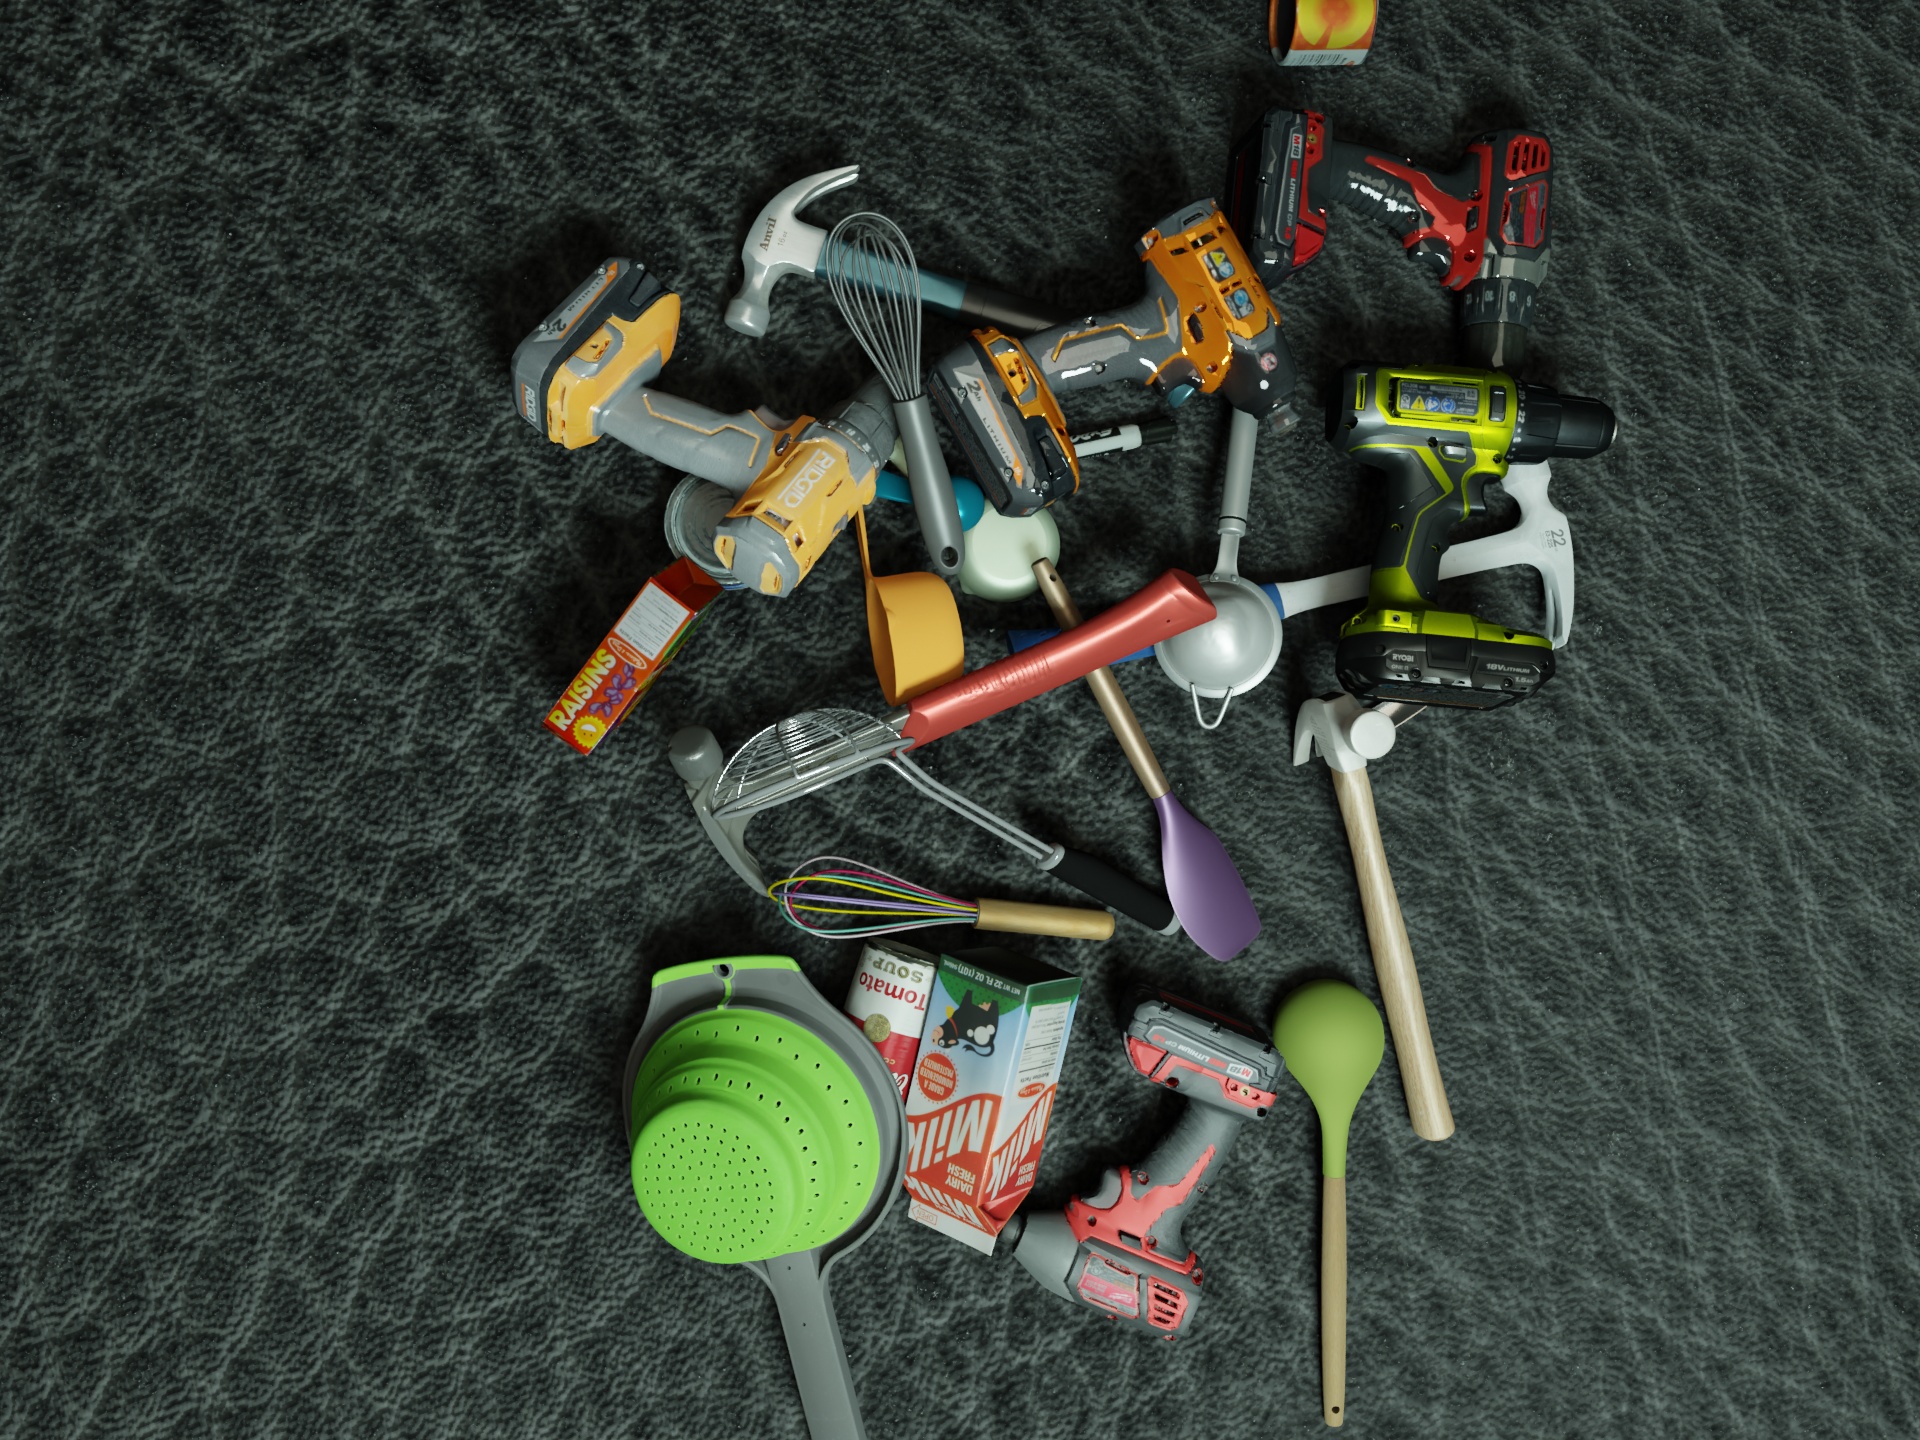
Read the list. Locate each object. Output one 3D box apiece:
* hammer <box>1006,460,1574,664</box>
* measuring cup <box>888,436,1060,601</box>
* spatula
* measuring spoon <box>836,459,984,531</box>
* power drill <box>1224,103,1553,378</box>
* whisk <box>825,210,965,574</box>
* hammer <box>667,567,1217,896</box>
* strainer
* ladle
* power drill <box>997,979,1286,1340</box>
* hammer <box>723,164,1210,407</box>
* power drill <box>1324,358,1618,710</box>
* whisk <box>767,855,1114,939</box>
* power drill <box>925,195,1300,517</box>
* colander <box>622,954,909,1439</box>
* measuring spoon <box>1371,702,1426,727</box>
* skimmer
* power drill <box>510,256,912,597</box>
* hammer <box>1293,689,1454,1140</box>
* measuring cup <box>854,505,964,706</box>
[{"bbox_3d":[0.235,-0.081,1.114,0.405,0.035,0.144,-13,82,-4],"label":"hammer"},{"bbox_3d":[-0.001,-0.151,1.094,0.167,0.038,0.083,43,86,-6],"label":"measuring cup"},{"bbox_3d":[0.124,0.030,1.091,0.060,0.018,0.315,-34,104,-23],"label":"spatula"},{"bbox_3d":[-0.046,-0.161,1.070,0.128,0.021,0.042,17,72,3],"label":"measuring spoon"},{"bbox_3d":[0.301,-0.326,1.108,0.226,0.080,0.188,5,90,-9],"label":"power drill"},{"bbox_3d":[-0.035,-0.203,1.012,0.055,0.055,0.238,-18,113,-5],"label":"whisk"},{"bbox_3d":[-0.002,-0.003,1.039,0.359,0.037,0.149,-23,135,-1],"label":"hammer"},{"bbox_3d":[0.182,-0.125,1.082,0.087,0.050,0.258,6,77,13],"label":"strainer"},{"bbox_3d":[0.262,0.342,1.128,0.078,0.062,0.320,-2,97,-1],"label":"ladle"},{"bbox_3d":[0.124,0.299,1.090,0.143,0.078,0.219,22,92,2],"label":"power drill"},{"bbox_3d":[0.014,-0.284,1.099,0.331,0.033,0.128,17,90,-6],"label":"hammer"},{"bbox_3d":[0.341,-0.127,1.067,0.190,0.080,0.228,6,80,-1],"label":"power drill"},{"bbox_3d":[-0.010,0.128,1.079,0.245,0.051,0.047,8,121,-16],"label":"whisk"},{"bbox_3d":[0.110,-0.224,1.052,0.226,0.084,0.164,-30,91,-7],"label":"power drill"},{"bbox_3d":[-0.125,0.354,1.031,0.204,0.094,0.397,-9,100,18],"label":"colander"},{"bbox_3d":[0.323,-0.013,1.143,0.124,0.018,0.034,-30,84,2],"label":"measuring spoon"},{"bbox_3d":[0.010,0.088,1.014,0.363,0.127,0.090,30,53,-31],"label":"skimmer"},{"bbox_3d":[-0.151,-0.207,1.038,0.226,0.084,0.185,34,64,4],"label":"power drill"},{"bbox_3d":[0.291,0.137,1.100,0.031,0.130,0.331,-18,103,-6],"label":"hammer"},{"bbox_3d":[-0.037,-0.096,1.079,0.052,0.095,0.174,-8,73,-11],"label":"measuring cup"}]
